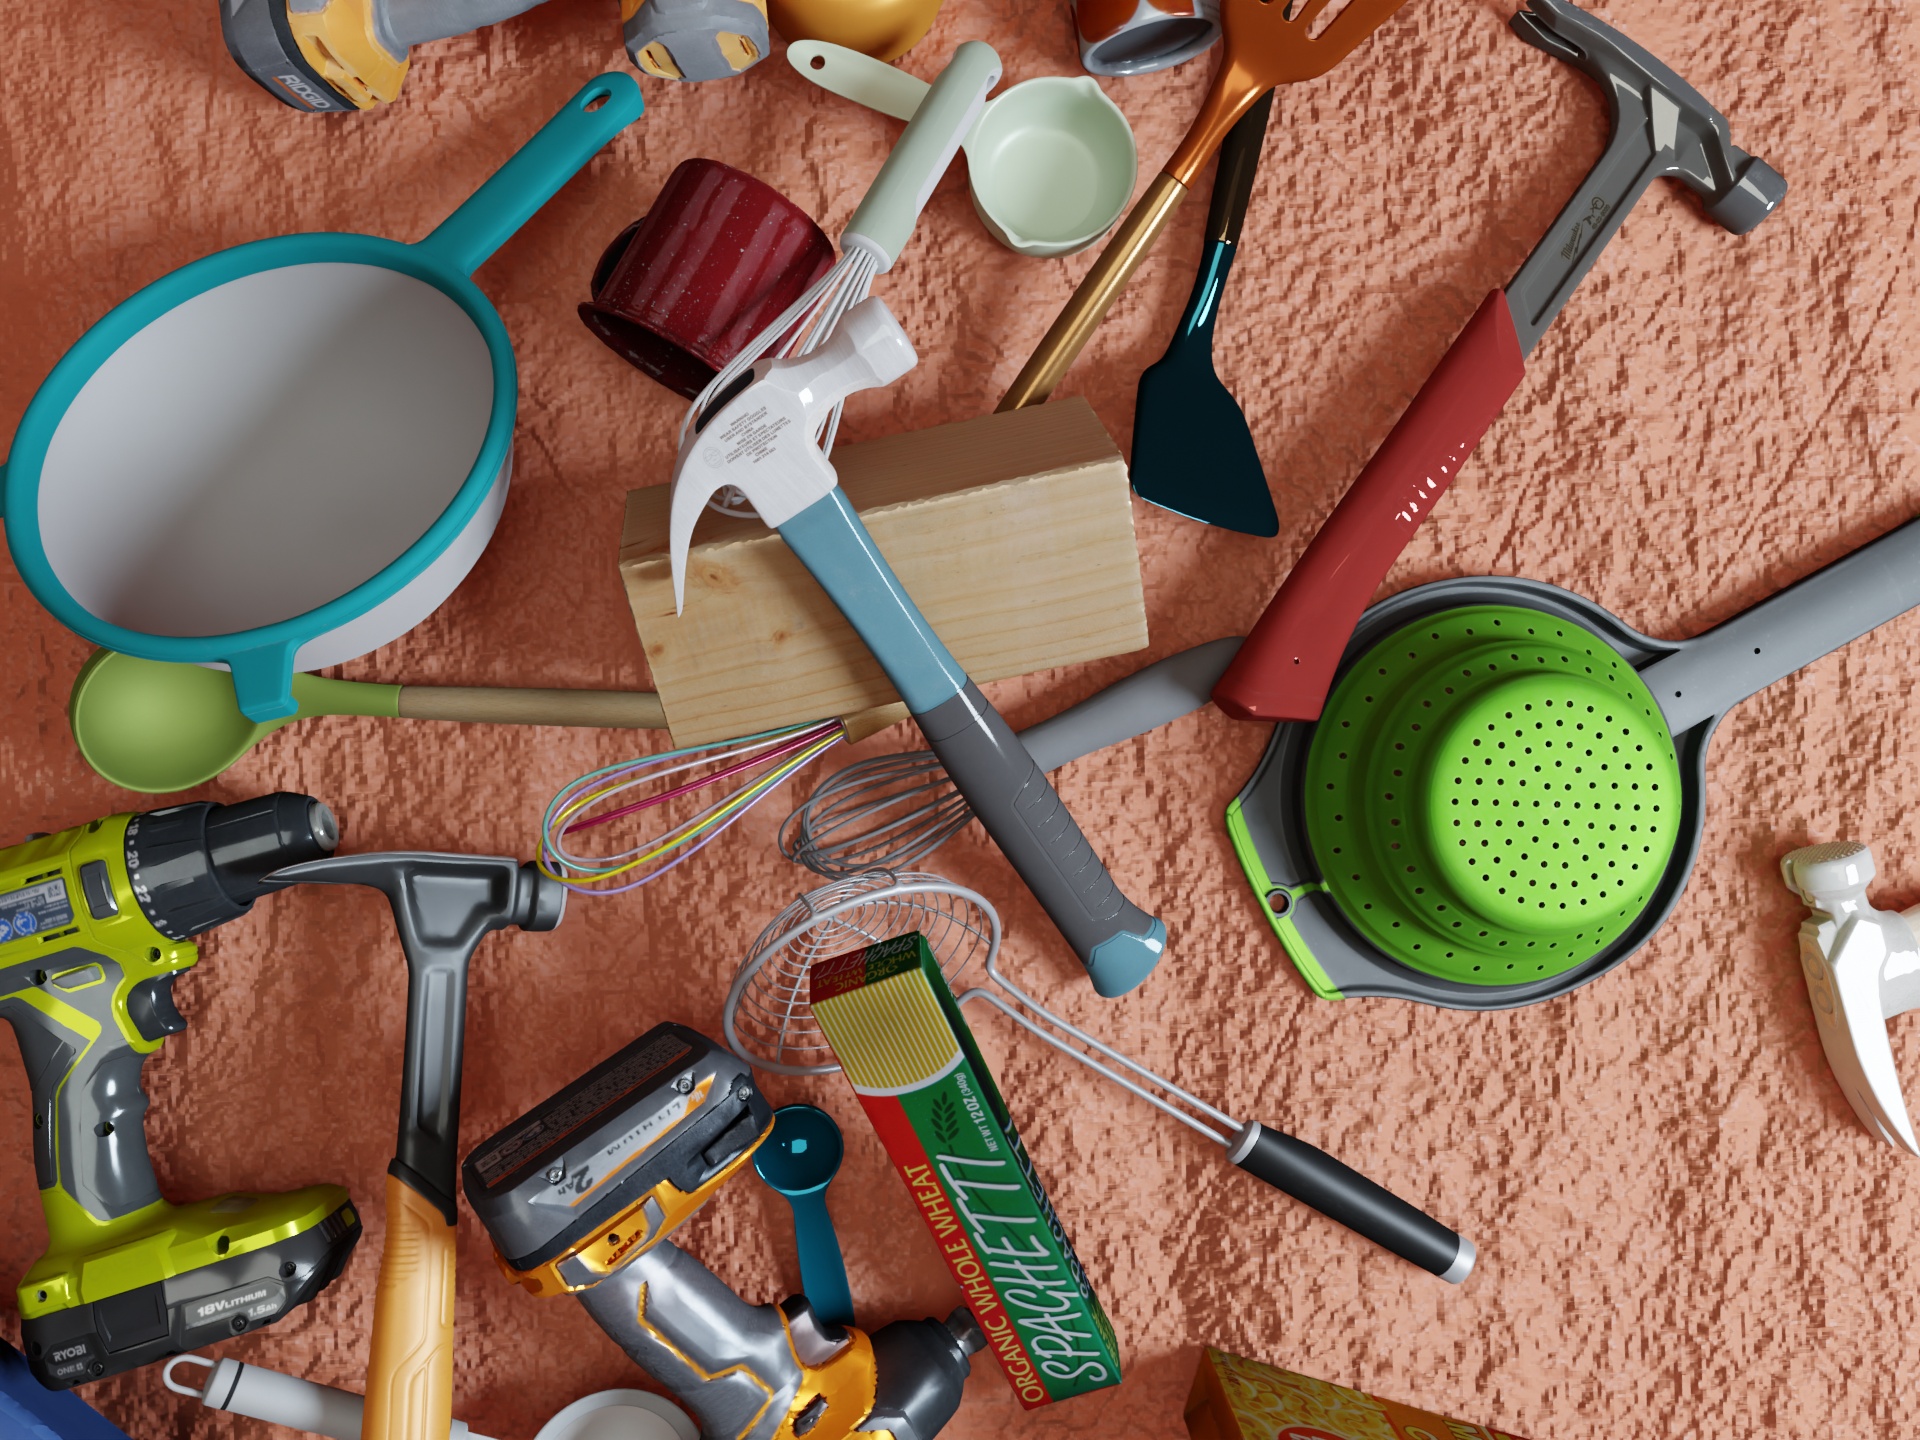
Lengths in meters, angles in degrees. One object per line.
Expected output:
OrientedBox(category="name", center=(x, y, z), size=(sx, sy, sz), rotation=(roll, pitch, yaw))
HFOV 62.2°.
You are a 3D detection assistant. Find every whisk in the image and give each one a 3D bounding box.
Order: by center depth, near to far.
OrientedBox(category="whisk", center=(-0.043, -0.189, 0.664), size=(0.059, 0.057, 0.246), rotation=(28, 74, -1))
OrientedBox(category="whisk", center=(-0.075, 0.008, 0.709), size=(0.245, 0.047, 0.051), rotation=(-26, 105, -14))
OrientedBox(category="whisk", center=(0.029, 0.013, 0.724), size=(0.239, 0.055, 0.055), rotation=(-24, 91, -6))

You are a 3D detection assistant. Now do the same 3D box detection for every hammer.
OrientedBox(category="hammer", center=(-0.001, -0.002, 0.653), size=(0.128, 0.033, 0.330), rotation=(-30, 120, 8))
OrientedBox(category="hammer", center=(-0.233, 0.222, 0.661), size=(0.127, 0.034, 0.337), rotation=(6, 76, -32))
OrientedBox(category="hammer", center=(0.220, -0.153, 0.722), size=(0.149, 0.036, 0.359), rotation=(37, 84, -2))
OrientedBox(category="hammer", center=(0.599, 0.079, 0.748), size=(0.410, 0.038, 0.146), rotation=(-16, 92, -2))

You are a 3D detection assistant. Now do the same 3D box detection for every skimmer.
OrientedBox(category="skimmer", center=(0.071, 0.177, 0.703), size=(0.363, 0.090, 0.127), rotation=(30, 120, -4))

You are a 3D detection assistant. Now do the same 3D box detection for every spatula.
OrientedBox(category="spatula", center=(0.080, -0.215, 0.693), size=(0.081, 0.041, 0.322), rotation=(33, 103, -10))
OrientedBox(category="spatula", center=(0.132, -0.243, 0.727), size=(0.082, 0.044, 0.317), rotation=(13, 88, -26))

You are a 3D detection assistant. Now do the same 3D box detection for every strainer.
OrientedBox(category="strainer", center=(-0.214, 0.314, 0.692), size=(0.258, 0.050, 0.087), rotation=(25, 80, -19))
OrientedBox(category="strainer", center=(-0.242, -0.146, 0.697), size=(0.211, 0.095, 0.340), rotation=(28, 68, 20))

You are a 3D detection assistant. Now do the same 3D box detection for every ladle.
OrientedBox(category="ladle", center=(-0.225, -0.002, 0.711), size=(0.320, 0.062, 0.078), rotation=(2, 117, -5))

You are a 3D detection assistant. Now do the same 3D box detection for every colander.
OrientedBox(category="colander", center=(0.317, -0.004, 0.708), size=(0.397, 0.094, 0.204), rotation=(-28, 91, -1))

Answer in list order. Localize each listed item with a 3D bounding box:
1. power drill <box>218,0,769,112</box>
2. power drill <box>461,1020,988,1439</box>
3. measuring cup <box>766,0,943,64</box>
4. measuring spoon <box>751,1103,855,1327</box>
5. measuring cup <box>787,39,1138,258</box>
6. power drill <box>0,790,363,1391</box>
OrientedBox(category="power drill", center=(-0.200, -0.365, 0.686), size=(0.226, 0.084, 0.185), rotation=(-6, 89, 5))
OrientedBox(category="power drill", center=(-0.090, 0.245, 0.679), size=(0.164, 0.084, 0.226), rotation=(-32, 105, -22))
OrientedBox(category="measuring cup", center=(-0.046, -0.389, 0.716), size=(0.095, 0.052, 0.173), rotation=(6, 92, -2))
OrientedBox(category="measuring spoon", center=(-0.067, 0.236, 0.738), size=(0.042, 0.021, 0.128), rotation=(-11, 100, -4))
OrientedBox(category="measuring cup", center=(0.000, -0.267, 0.727), size=(0.167, 0.038, 0.083), rotation=(23, 89, 0))
OrientedBox(category="power drill", center=(-0.348, 0.151, 0.697), size=(0.190, 0.080, 0.228), rotation=(-17, 88, -3))
